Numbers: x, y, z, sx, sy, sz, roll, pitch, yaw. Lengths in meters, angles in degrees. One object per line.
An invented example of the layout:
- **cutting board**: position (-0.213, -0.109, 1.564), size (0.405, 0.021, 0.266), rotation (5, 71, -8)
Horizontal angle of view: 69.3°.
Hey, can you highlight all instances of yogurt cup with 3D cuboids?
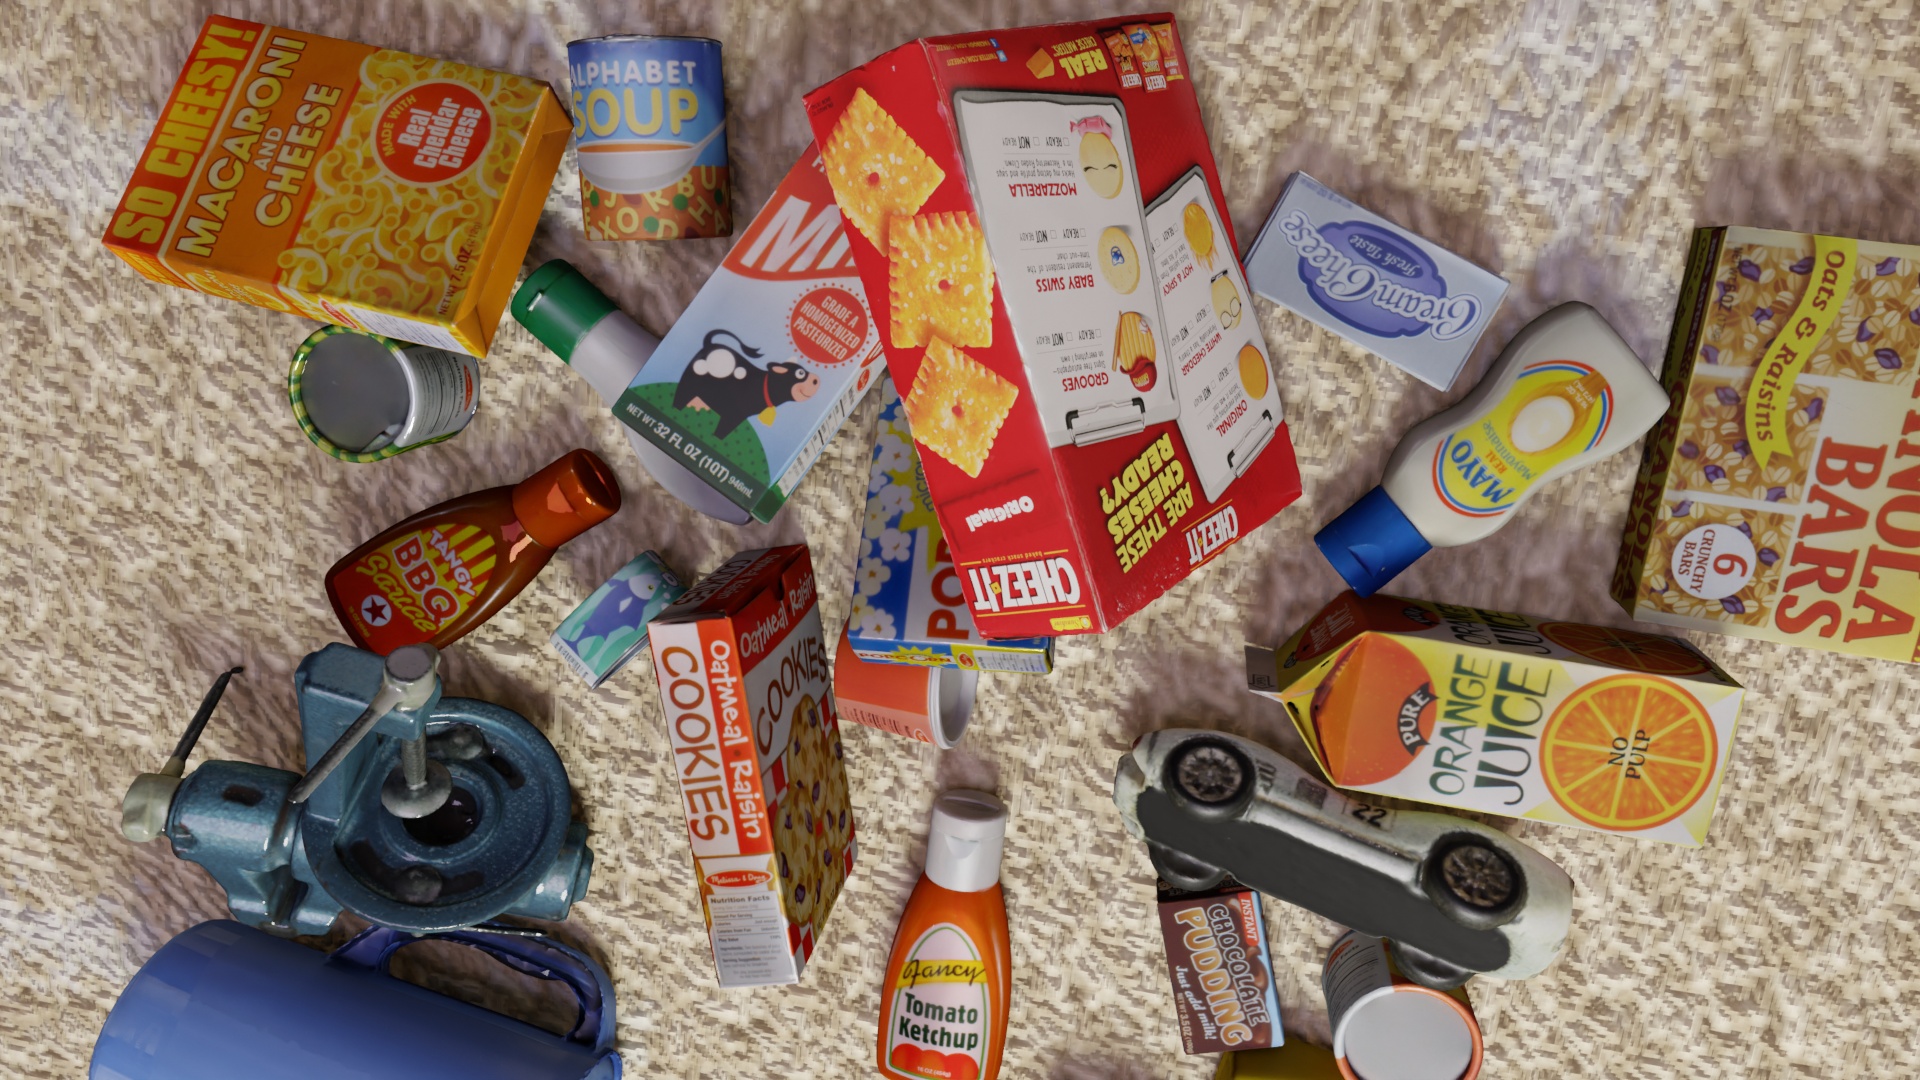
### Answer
- **yogurt cup**: position (-0.025, 0.060, 0.648), size (0.054, 0.072, 0.072), rotation (5, 104, 17)

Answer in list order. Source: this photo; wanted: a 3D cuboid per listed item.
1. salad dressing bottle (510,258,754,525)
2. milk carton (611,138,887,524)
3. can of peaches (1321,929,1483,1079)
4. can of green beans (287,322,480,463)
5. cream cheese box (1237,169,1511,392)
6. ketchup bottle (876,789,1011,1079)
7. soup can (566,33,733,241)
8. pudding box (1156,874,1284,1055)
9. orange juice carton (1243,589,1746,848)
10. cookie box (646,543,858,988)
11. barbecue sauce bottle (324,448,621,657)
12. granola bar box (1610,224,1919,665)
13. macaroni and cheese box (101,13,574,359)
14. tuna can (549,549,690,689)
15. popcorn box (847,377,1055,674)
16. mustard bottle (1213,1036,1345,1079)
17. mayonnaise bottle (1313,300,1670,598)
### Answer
- **salad dressing bottle**: position (-0.142, -0.071, 0.648), size (0.147, 0.044, 0.064), rotation (41, 104, 0)
- **milk carton**: position (-0.058, -0.105, 0.594), size (0.072, 0.073, 0.191), rotation (36, 85, 0)
- **can of peaches**: position (0.207, 0.222, 0.649), size (0.071, 0.058, 0.071), rotation (2, 103, 9)
- **can of green beans**: position (-0.273, -0.073, 0.660), size (0.071, 0.058, 0.071), rotation (2, 103, 9)
- **cream cheese box**: position (0.175, -0.111, 0.595), size (0.104, 0.024, 0.053), rotation (28, 106, 2)
- **ketchup bottle**: position (-0.004, 0.198, 0.686), size (0.065, 0.044, 0.148), rotation (8, 104, 8)
- **soup can**: position (-0.136, -0.174, 0.607), size (0.071, 0.071, 0.083), rotation (0, 103, 9)
- **pudding box**: position (0.126, 0.203, 0.672), size (0.049, 0.030, 0.083), rotation (-9, 101, 10)
- **orange juice carton**: position (0.221, 0.071, 0.605), size (0.193, 0.072, 0.072), rotation (9, 104, 7)
- **cookie box**: position (-0.088, 0.096, 0.635), size (0.040, 0.123, 0.167), rotation (-6, 102, 10)
- **barbecue sauce bottle**: position (-0.235, 0.005, 0.680), size (0.148, 0.044, 0.065), rotation (-28, 96, 14)
- **granola bar box**: position (0.354, -0.040, 0.574), size (0.124, 0.039, 0.165), rotation (9, 104, 8)
- **macaroni and cheese box**: position (-0.276, -0.160, 0.624), size (0.166, 0.040, 0.124), rotation (13, 74, 7)
- **tuna can**: position (-0.159, 0.036, 0.663), size (0.071, 0.071, 0.033), rotation (-42, 93, 16)
- **popcorn box**: position (0.002, -0.008, 0.607), size (0.085, 0.038, 0.127), rotation (3, 68, 9)
- **mustard bottle**: position (0.202, 0.289, 0.670), size (0.160, 0.049, 0.065), rotation (14, 108, 6)
- **mayonnaise bottle**: position (0.222, -0.033, 0.596), size (0.148, 0.041, 0.065), rotation (-41, 93, 15)
